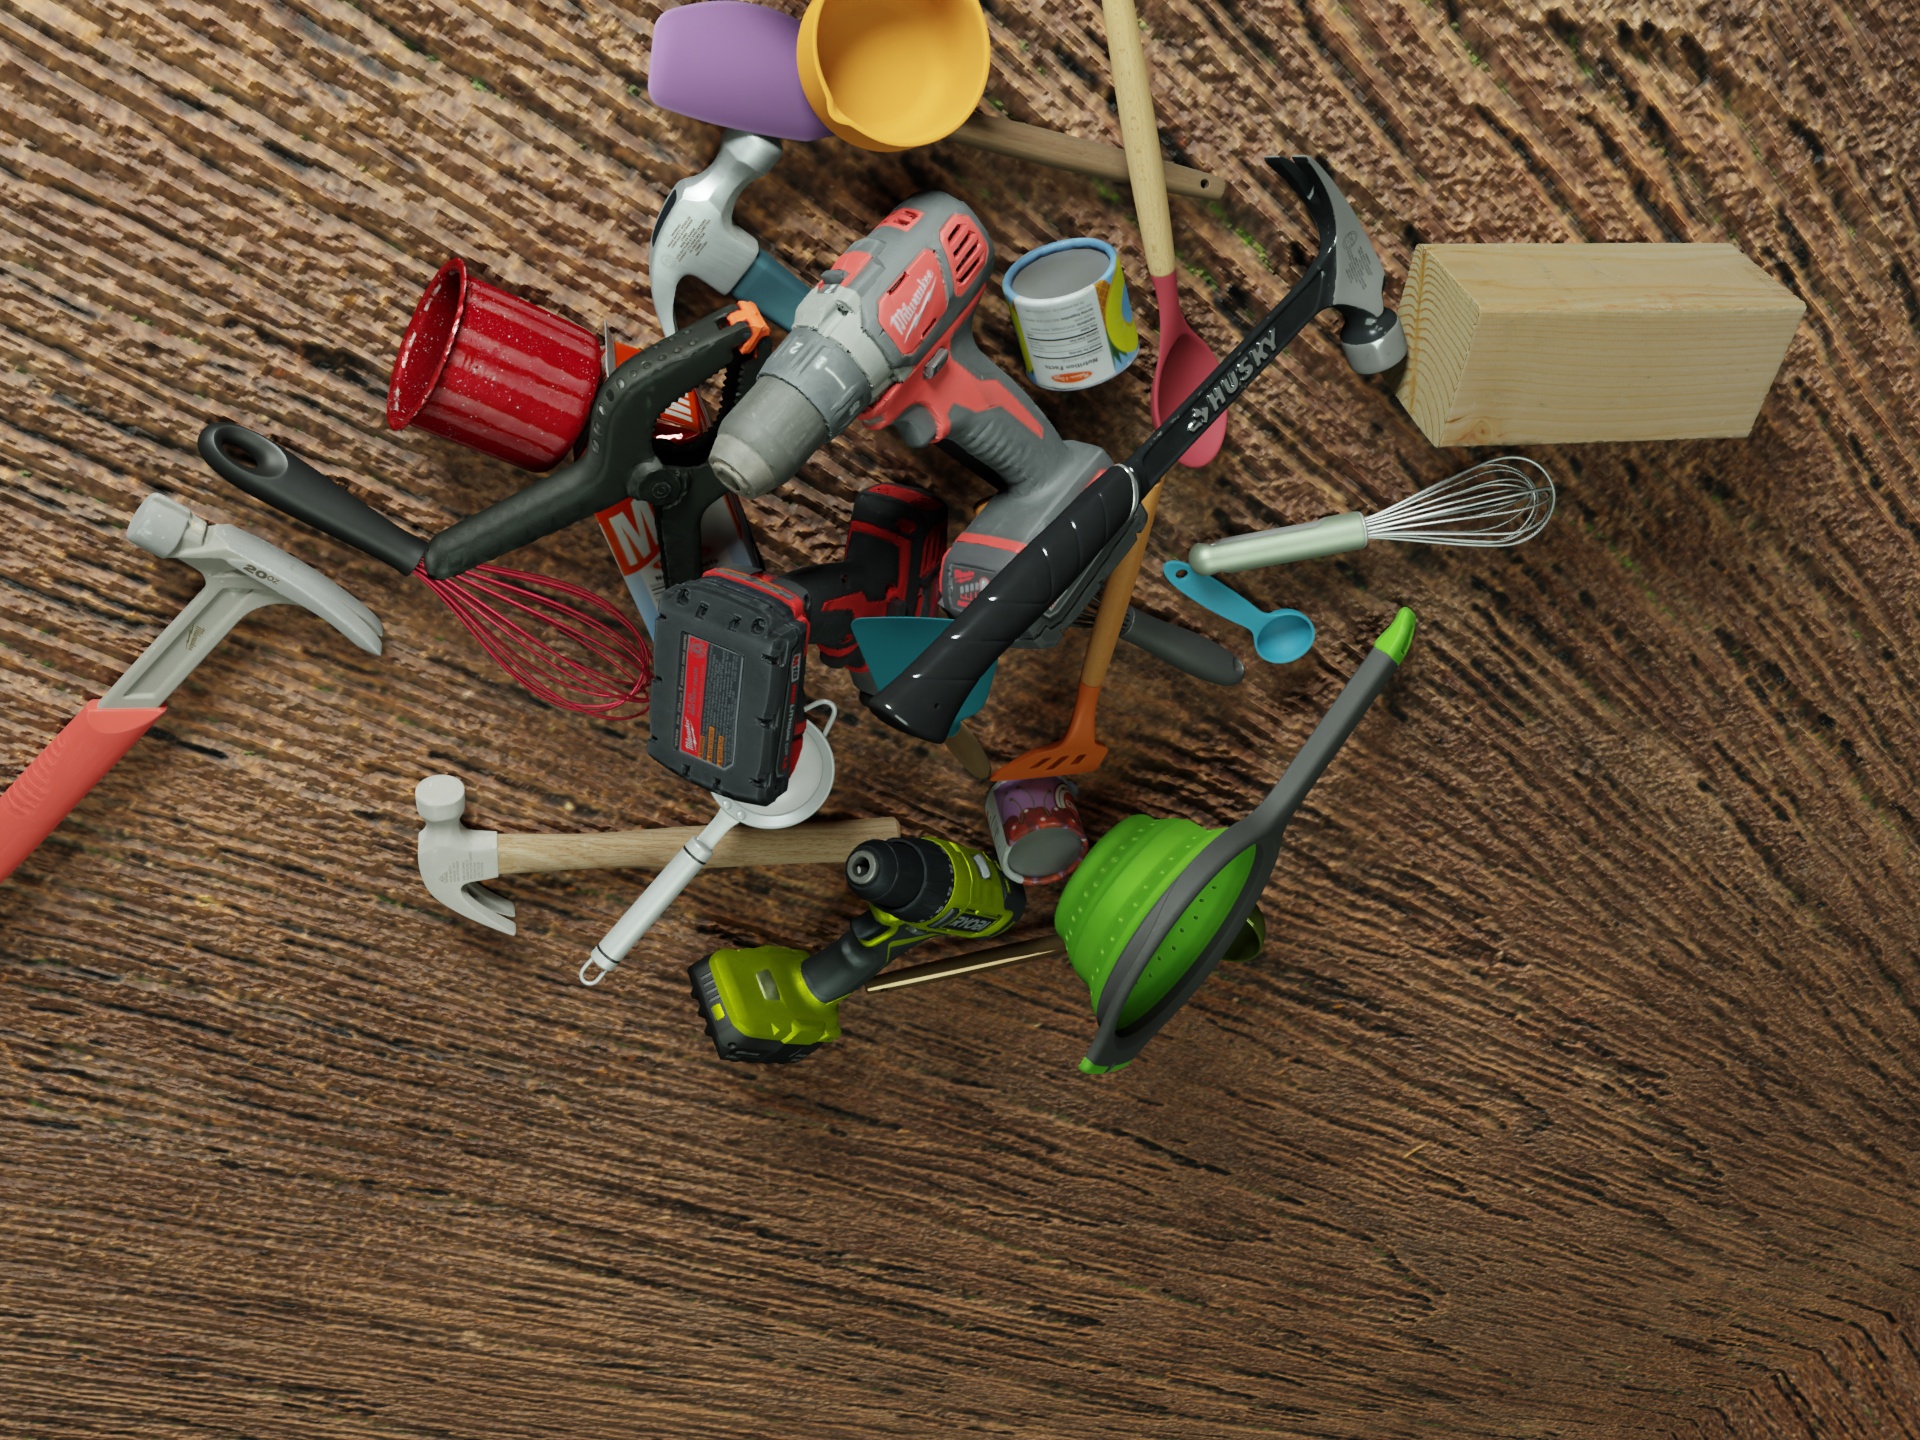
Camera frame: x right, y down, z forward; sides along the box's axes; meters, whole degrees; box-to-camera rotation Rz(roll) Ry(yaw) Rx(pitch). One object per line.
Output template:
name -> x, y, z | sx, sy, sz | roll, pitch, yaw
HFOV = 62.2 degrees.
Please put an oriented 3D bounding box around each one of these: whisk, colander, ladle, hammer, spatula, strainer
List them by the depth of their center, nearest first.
spatula -> -0.002, -0.308, 0.818 | 0.315, 0.018, 0.060 | 6, 99, -22
hammer -> 0.097, -0.138, 0.850 | 0.409, 0.036, 0.149 | -46, 128, -19
ladle -> 0.106, -0.264, 0.858 | 0.069, 0.031, 0.315 | -53, 146, -26
hammer -> -0.032, -0.191, 0.903 | 0.330, 0.033, 0.128 | 31, 118, -32
whisk -> -0.298, -0.084, 0.921 | 0.295, 0.073, 0.073 | 33, 117, -30
hammer -> -0.517, 0.018, 0.966 | 0.359, 0.037, 0.149 | -39, 129, 19
spatula -> -0.002, -0.003, 0.990 | 0.082, 0.044, 0.317 | 3, 169, 7
spatula -> 0.085, -0.050, 1.014 | 0.081, 0.041, 0.322 | -5, 140, -15
whisk -> 0.270, -0.128, 1.045 | 0.246, 0.058, 0.059 | -11, 99, -1
whisk -> 0.107, -0.068, 1.053 | 0.238, 0.055, 0.055 | 22, 123, -36
strainer -> -0.172, 0.080, 1.073 | 0.086, 0.050, 0.258 | 41, 93, -13
hammer -> -0.206, 0.092, 1.118 | 0.331, 0.031, 0.130 | -1, 131, -15
colander -> 0.181, 0.069, 1.148 | 0.397, 0.095, 0.204 | -56, 156, 5
ladle -> 0.084, 0.185, 1.254 | 0.320, 0.062, 0.078 | -11, 139, -7

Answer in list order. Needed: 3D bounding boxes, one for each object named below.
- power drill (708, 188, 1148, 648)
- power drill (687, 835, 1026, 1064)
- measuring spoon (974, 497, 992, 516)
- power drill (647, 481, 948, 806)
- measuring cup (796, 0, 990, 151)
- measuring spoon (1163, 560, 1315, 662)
power drill -> -0.015, -0.135, 0.837 | 0.188, 0.080, 0.226 | -52, 128, -17
power drill -> -0.083, 0.159, 1.148 | 0.228, 0.080, 0.190 | -35, 154, 18
measuring spoon -> 0.066, -0.134, 1.001 | 0.117, 0.011, 0.021 | -5, 132, -11
power drill -> -0.081, -0.044, 0.914 | 0.078, 0.220, 0.143 | 21, 121, 20
measuring cup -> -0.063, -0.347, 0.750 | 0.095, 0.052, 0.173 | -46, 111, -4
measuring spoon -> 0.187, -0.081, 1.084 | 0.128, 0.021, 0.042 | 28, 120, -23
